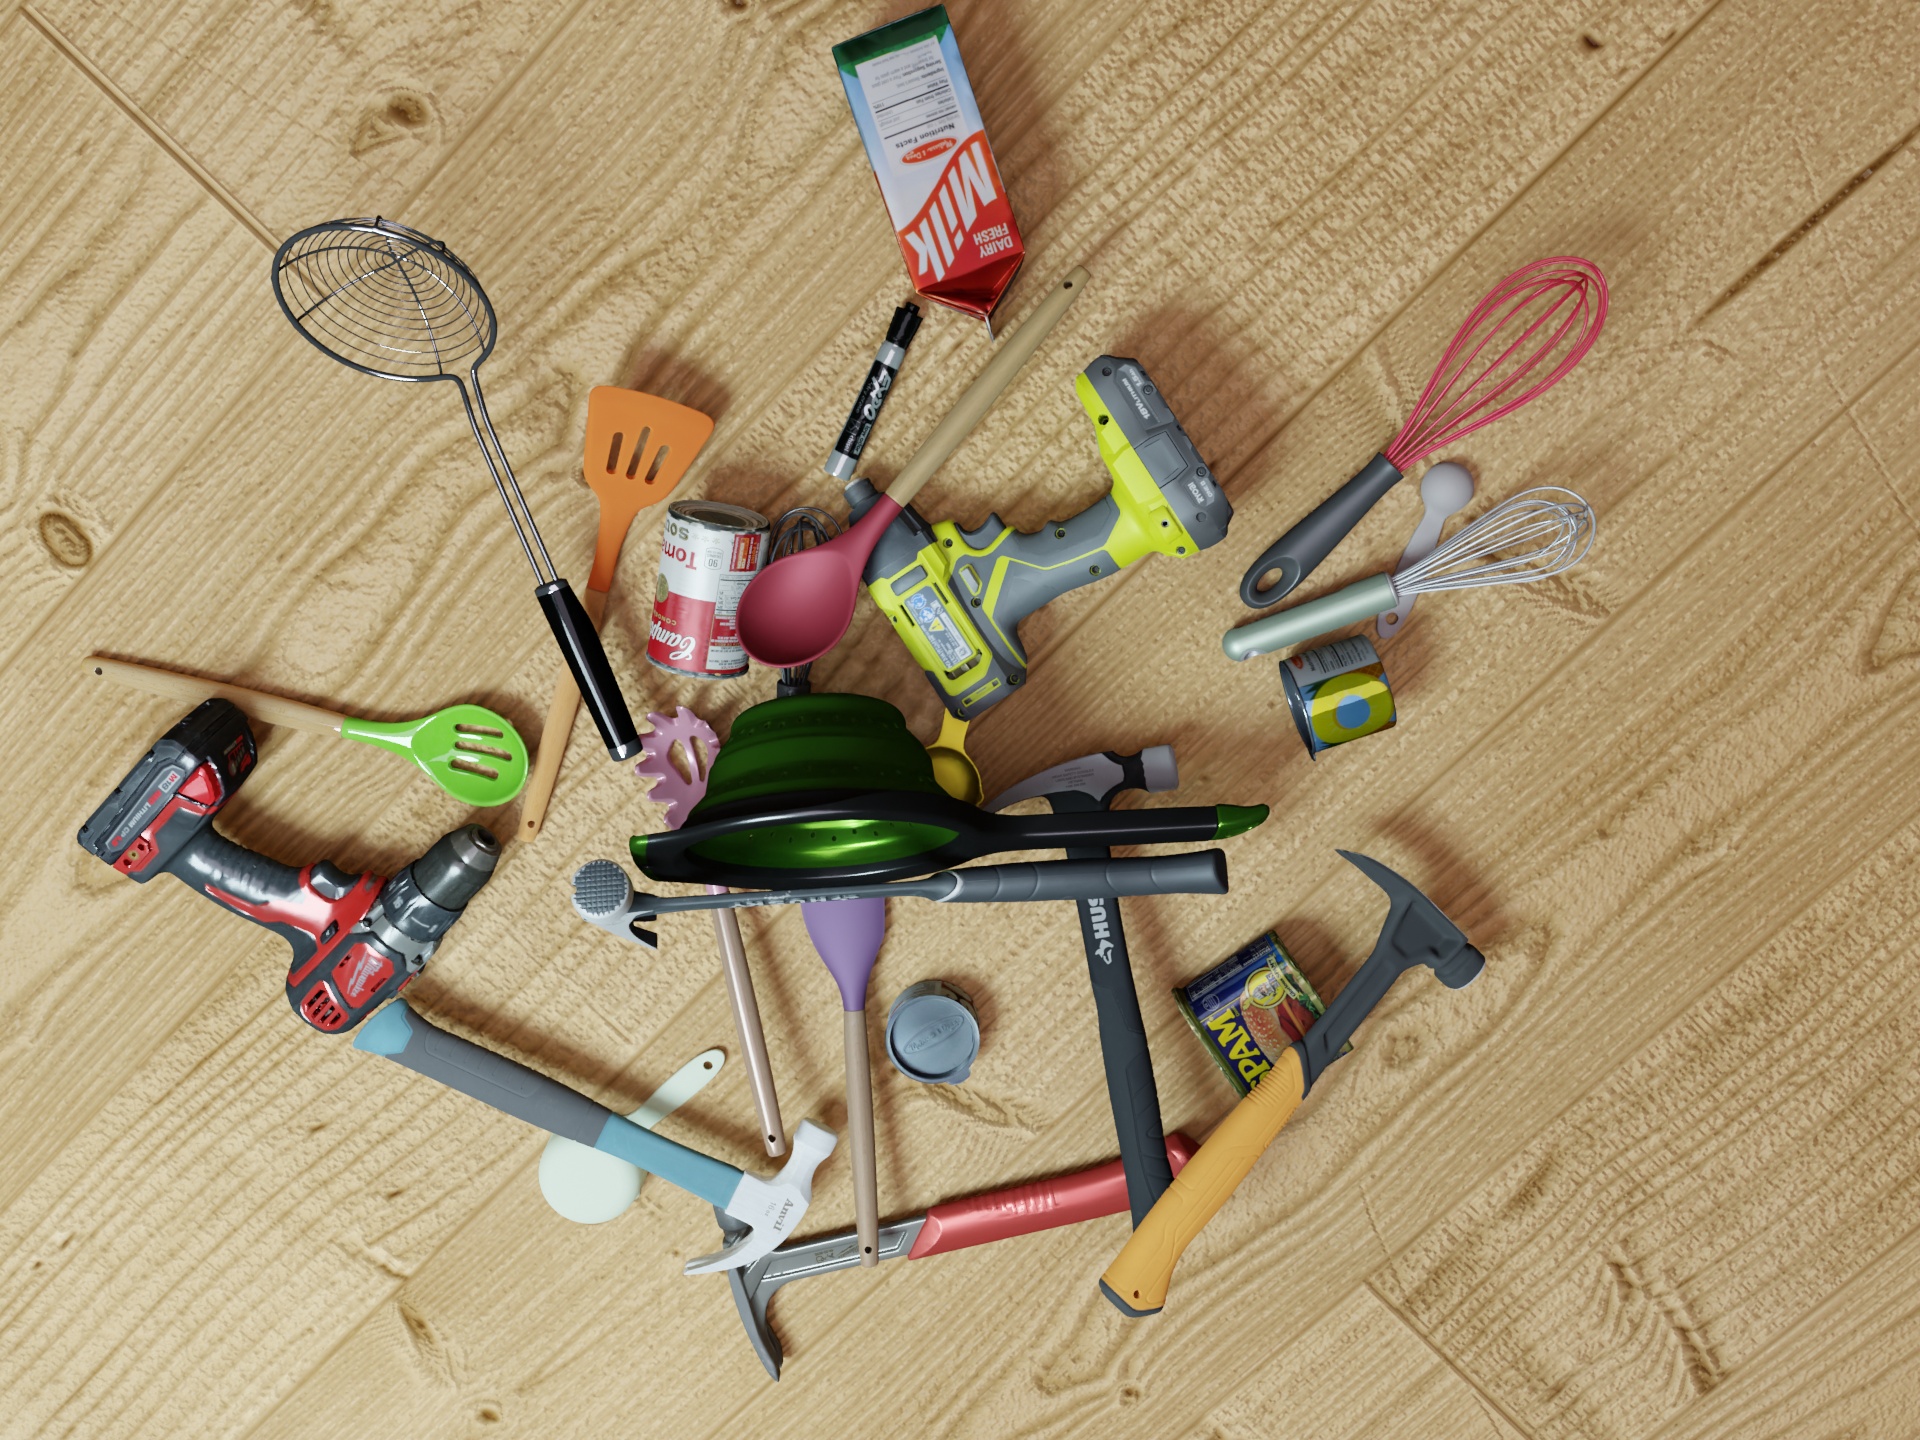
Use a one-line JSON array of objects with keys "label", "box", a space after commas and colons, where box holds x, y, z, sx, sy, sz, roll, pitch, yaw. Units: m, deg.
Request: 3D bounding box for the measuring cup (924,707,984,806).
[{"label": "measuring cup", "box": [-0.002, -0.003, 1.079, 0.062, 0.029, 0.156, 14, 91, 1]}]

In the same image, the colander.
[{"label": "colander", "box": [-0.006, 0.037, 1.003, 0.397, 0.204, 0.095, -3, 73, -5]}]

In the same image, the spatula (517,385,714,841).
[{"label": "spatula", "box": [-0.247, -0.063, 1.056, 0.081, 0.041, 0.322, 14, 105, -22]}]

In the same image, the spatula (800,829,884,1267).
[{"label": "spatula", "box": [-0.075, 0.227, 1.113, 0.060, 0.018, 0.316, -4, 94, 3]}]

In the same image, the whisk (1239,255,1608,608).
[{"label": "whisk", "box": [0.290, -0.178, 1.017, 0.073, 0.073, 0.296, 43, 106, -8]}]

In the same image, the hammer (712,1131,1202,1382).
[{"label": "hammer", "box": [0.009, 0.372, 1.151, 0.359, 0.037, 0.149, -14, 102, 4]}]

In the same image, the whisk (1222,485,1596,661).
[{"label": "whisk", "box": [0.287, -0.089, 1.032, 0.246, 0.057, 0.059, -20, 72, 14]}]

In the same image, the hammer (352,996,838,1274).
[{"label": "hammer", "box": [-0.260, 0.277, 1.106, 0.331, 0.033, 0.128, 26, 83, -4]}]

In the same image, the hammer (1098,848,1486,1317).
[{"label": "hammer", "box": [0.202, 0.244, 1.044, 0.127, 0.034, 0.337, 42, 81, -12]}]

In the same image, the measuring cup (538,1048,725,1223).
[{"label": "measuring cup", "box": [-0.232, 0.295, 1.136, 0.167, 0.038, 0.083, -42, 99, 10]}]

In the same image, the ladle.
[{"label": "ladle", "box": [-0.026, -0.158, 0.989, 0.069, 0.031, 0.315, 41, 95, 10]}]

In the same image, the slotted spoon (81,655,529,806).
[{"label": "slotted spoon", "box": [-0.442, -0.004, 1.081, 0.313, 0.031, 0.070, 13, 105, 0]}]

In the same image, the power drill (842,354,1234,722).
[{"label": "power drill", "box": [0.045, -0.127, 1.018, 0.223, 0.080, 0.171, -33, 89, 11]}]

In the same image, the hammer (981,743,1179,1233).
[{"label": "hammer", "box": [0.099, 0.190, 1.070, 0.146, 0.035, 0.335, -10, 89, 11]}]

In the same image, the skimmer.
[{"label": "skimmer", "box": [-0.293, -0.129, 0.975, 0.127, 0.090, 0.363, -14, 107, 26]}]

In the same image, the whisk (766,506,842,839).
[{"label": "whisk", "box": [-0.108, -0.024, 1.063, 0.055, 0.055, 0.239, 5, 107, 0]}]

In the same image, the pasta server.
[{"label": "pasta server", "box": [-0.160, 0.145, 1.081, 0.060, 0.040, 0.316, -12, 93, 7]}]

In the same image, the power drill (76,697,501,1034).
[{"label": "power drill", "box": [-0.440, 0.088, 1.066, 0.188, 0.080, 0.226, -43, 106, 15]}]

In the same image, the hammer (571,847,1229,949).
[{"label": "hammer", "box": [-0.029, 0.109, 1.008, 0.409, 0.149, 0.036, -3, 74, -5]}]

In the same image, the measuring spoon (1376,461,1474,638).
[{"label": "measuring spoon", "box": [0.304, -0.110, 1.048, 0.034, 0.018, 0.124, 20, 103, -4]}]
